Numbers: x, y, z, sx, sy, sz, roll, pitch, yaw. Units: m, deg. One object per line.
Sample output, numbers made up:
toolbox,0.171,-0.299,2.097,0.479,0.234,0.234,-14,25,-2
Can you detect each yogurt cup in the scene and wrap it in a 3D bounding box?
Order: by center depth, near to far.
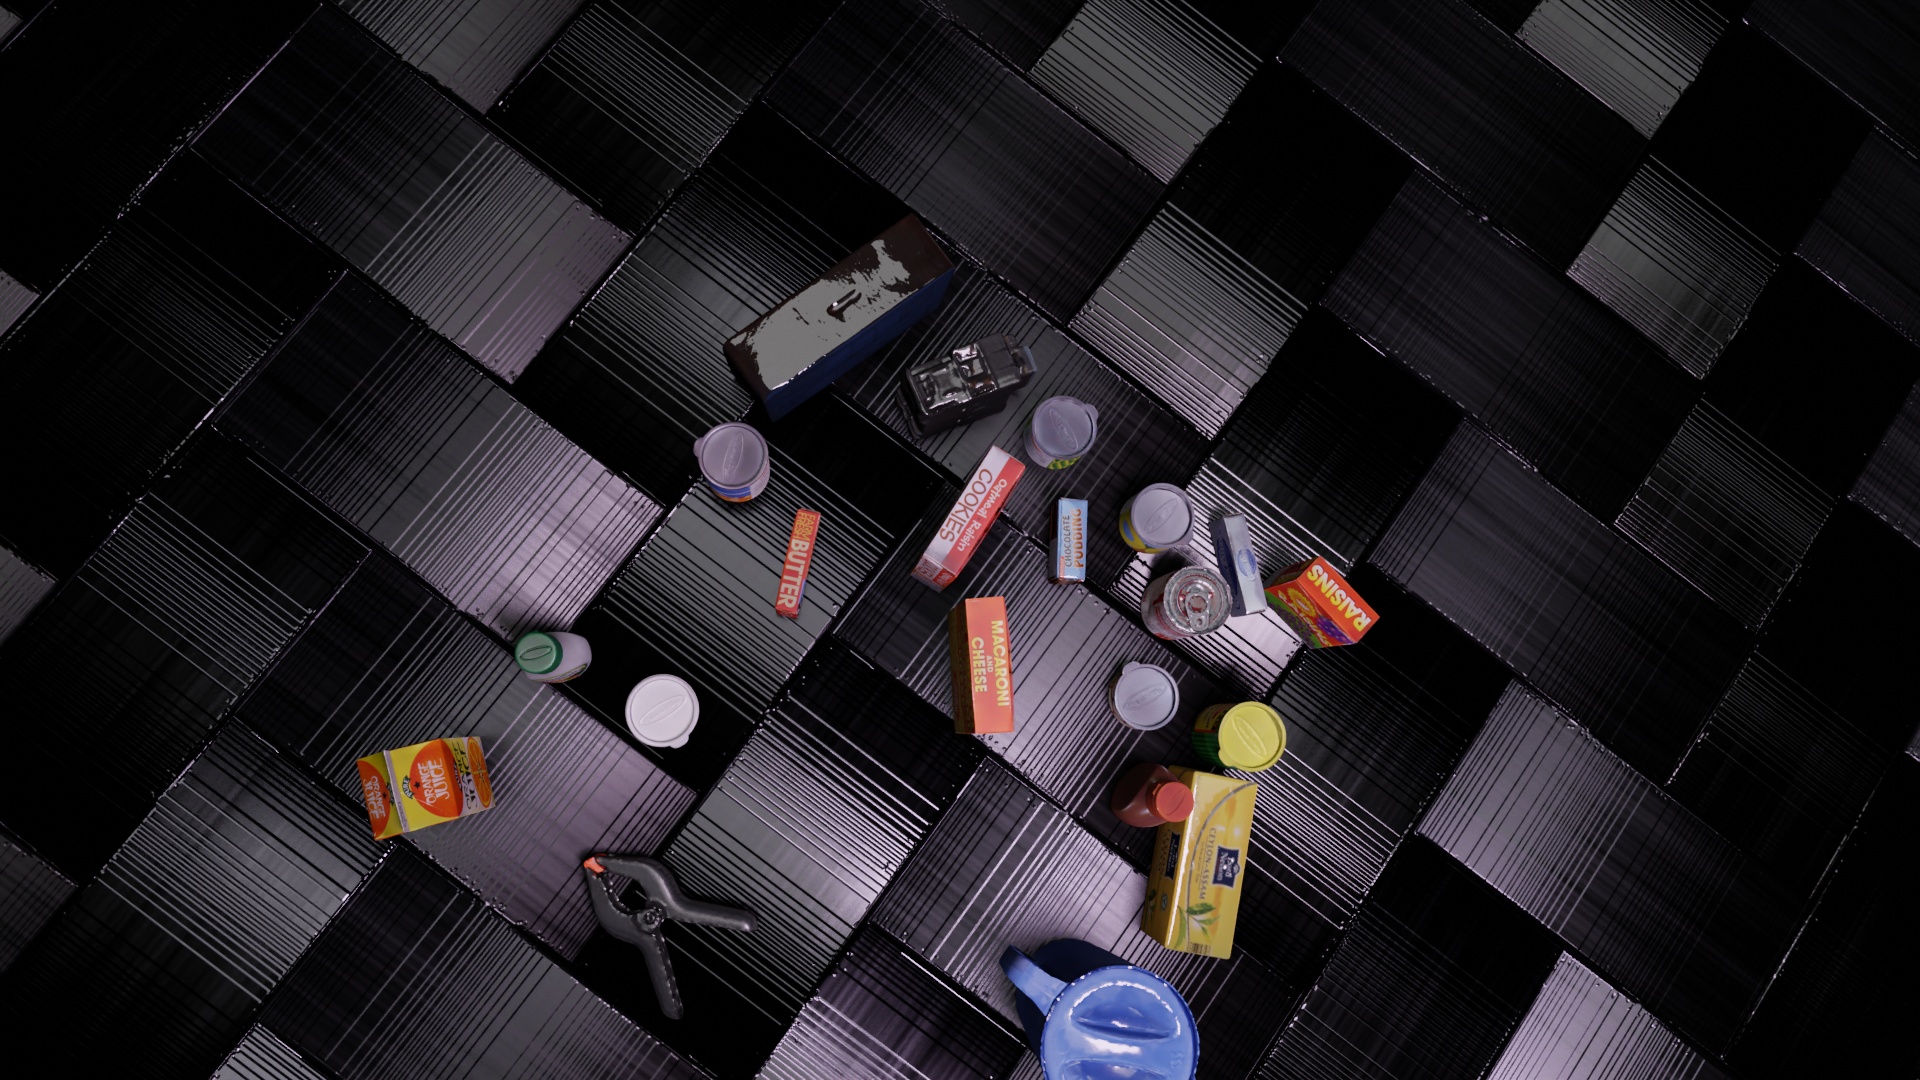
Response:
yogurt cup,-0.284,0.163,1.333,0.072,0.054,0.072,1,82,-7

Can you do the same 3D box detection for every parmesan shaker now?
parmesan shaker,0.270,0.194,1.370,0.071,0.103,0.071,1,82,-7

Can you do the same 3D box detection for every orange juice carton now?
orange juice carton,-0.476,0.217,1.232,0.073,0.192,0.072,-14,85,-8

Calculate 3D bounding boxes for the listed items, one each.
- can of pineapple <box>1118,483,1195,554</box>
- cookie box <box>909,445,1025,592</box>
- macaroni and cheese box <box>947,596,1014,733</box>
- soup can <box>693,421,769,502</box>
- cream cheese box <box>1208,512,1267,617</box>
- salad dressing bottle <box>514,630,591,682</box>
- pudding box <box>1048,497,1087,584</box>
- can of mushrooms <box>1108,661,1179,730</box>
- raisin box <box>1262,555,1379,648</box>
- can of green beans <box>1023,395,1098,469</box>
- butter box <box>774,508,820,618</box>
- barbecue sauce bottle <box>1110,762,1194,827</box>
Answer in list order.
can of pineapple,0.200,-0.020,1.415,0.071,0.058,0.071,1,82,-7
cookie box,0.005,-0.017,1.335,0.040,0.167,0.123,32,80,-2
macaroni and cheese box,0.018,0.121,1.318,0.040,0.166,0.124,-3,83,-7
soup can,-0.223,-0.077,1.359,0.071,0.083,0.071,1,82,-7
cream cheese box,0.283,0.026,1.420,0.024,0.053,0.104,-12,84,-8
salad dressing bottle,-0.379,0.107,1.282,0.064,0.147,0.044,-15,85,-8
pudding box,0.108,0.001,1.405,0.030,0.049,0.084,3,82,-6
can of mushrooms,0.183,0.156,1.400,0.071,0.033,0.071,1,82,-7
raisin box,0.354,0.064,1.388,0.040,0.123,0.086,-43,89,-10
can of green beans,0.101,-0.109,1.415,0.071,0.057,0.071,1,82,-7
butter box,-0.160,0.023,1.368,0.024,0.053,0.103,13,81,-5
barbecue sauce bottle,0.186,0.246,1.330,0.043,0.148,0.065,39,80,-1
